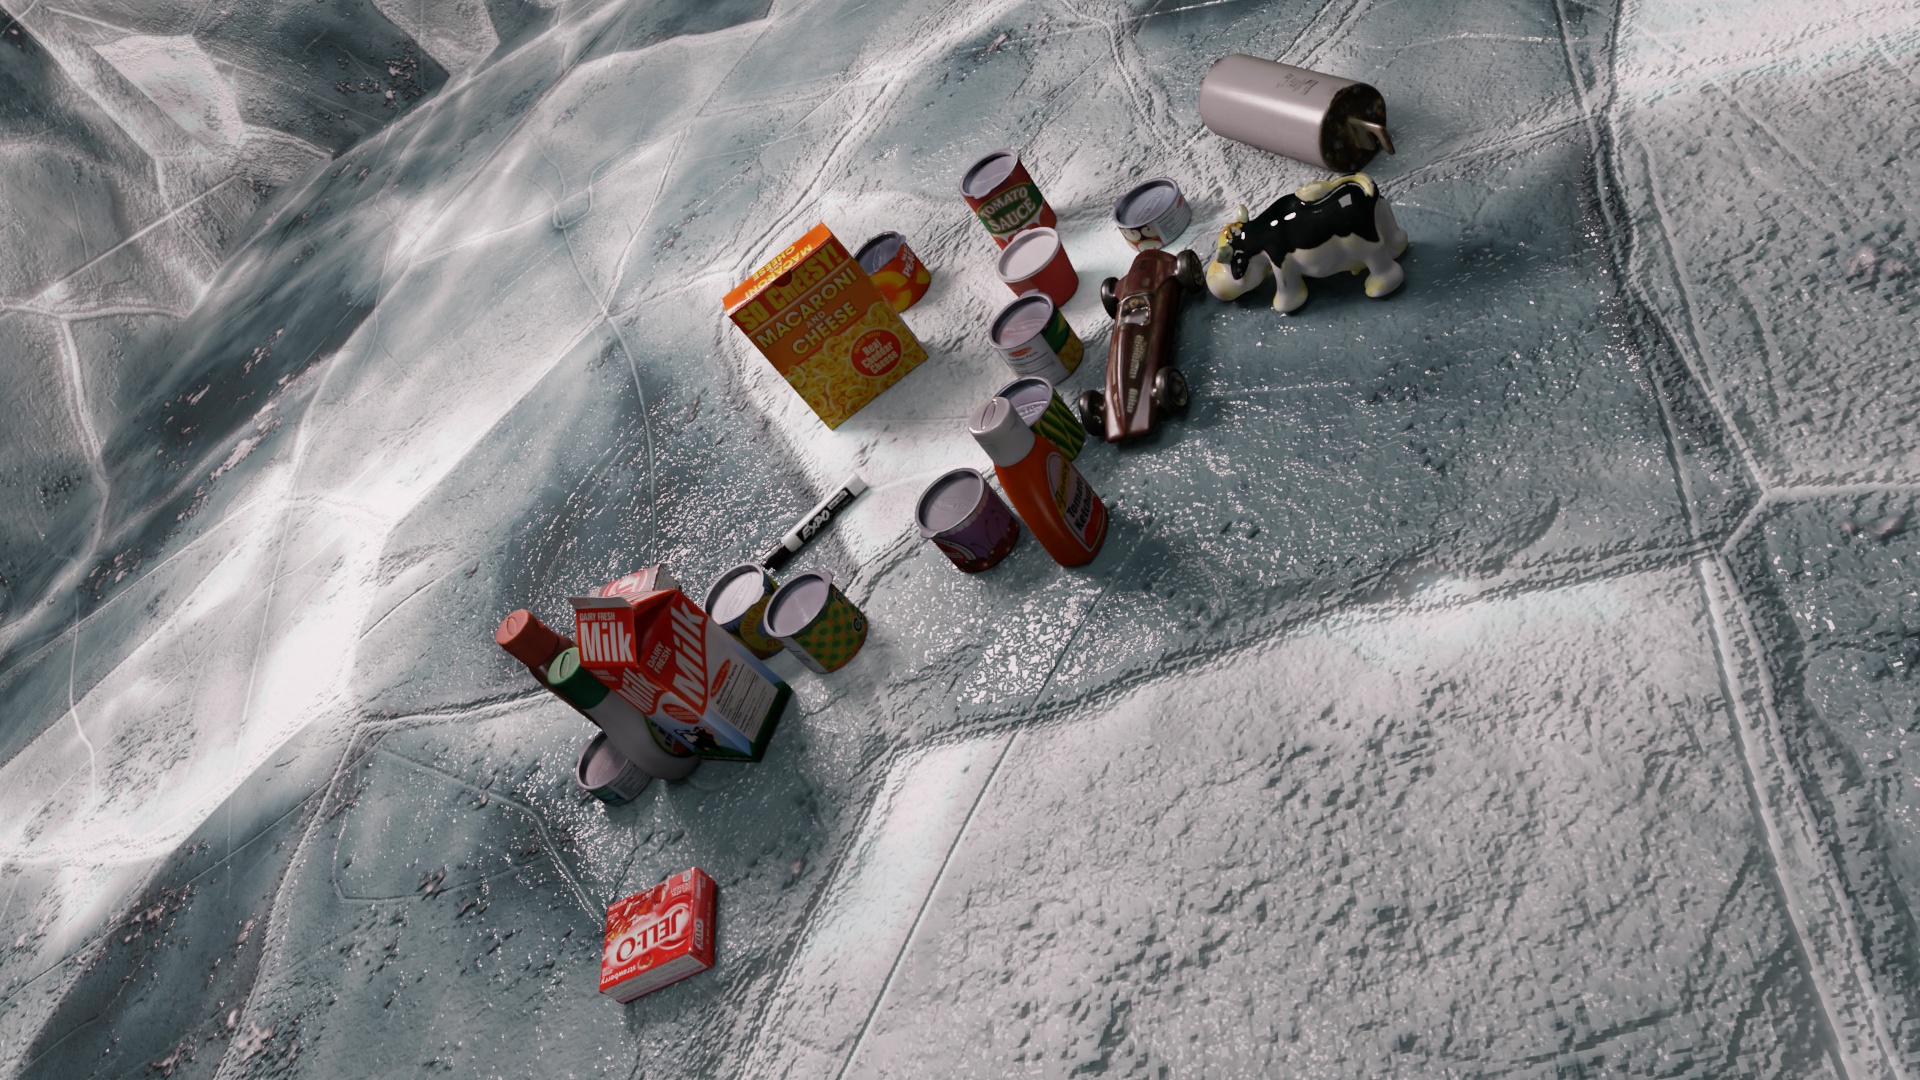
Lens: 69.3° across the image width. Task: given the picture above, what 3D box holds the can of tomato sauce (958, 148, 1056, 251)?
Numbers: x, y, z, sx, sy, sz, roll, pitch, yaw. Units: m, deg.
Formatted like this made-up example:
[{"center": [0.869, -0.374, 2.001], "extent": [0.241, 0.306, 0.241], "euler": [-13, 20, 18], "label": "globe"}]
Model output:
[{"center": [0.048, -0.333, 1.375], "extent": [0.071, 0.083, 0.071], "euler": [-23, 42, 22], "label": "can of tomato sauce"}]

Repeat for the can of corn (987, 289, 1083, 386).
[{"center": [0.068, -0.177, 1.229], "extent": [0.071, 0.058, 0.071], "euler": [-23, 42, 22], "label": "can of corn"}]

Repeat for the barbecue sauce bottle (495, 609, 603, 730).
[{"center": [-0.341, 0.116, 1.216], "extent": [0.043, 0.148, 0.065], "euler": [-40, 38, 2], "label": "barbecue sauce bottle"}]

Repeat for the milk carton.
[{"center": [-0.228, 0.098, 1.105], "extent": [0.072, 0.190, 0.074], "euler": [-4, 52, 38], "label": "milk carton"}]

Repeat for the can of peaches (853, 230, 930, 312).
[{"center": [-0.071, -0.279, 1.442], "extent": [0.071, 0.058, 0.071], "euler": [-23, 42, 22], "label": "can of peaches"}]

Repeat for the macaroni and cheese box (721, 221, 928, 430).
[{"center": [-0.127, -0.202, 1.328], "extent": [0.123, 0.166, 0.040], "euler": [-37, 38, 6], "label": "macaroni and cheese box"}]

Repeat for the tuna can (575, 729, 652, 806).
[{"center": [-0.298, 0.193, 1.200], "extent": [0.071, 0.032, 0.071], "euler": [-23, 42, 22], "label": "tuna can"}]

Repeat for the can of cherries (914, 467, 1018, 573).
[{"center": [0.004, -0.014, 1.126], "extent": [0.071, 0.058, 0.072], "euler": [-23, 42, 22], "label": "can of cherries"}]

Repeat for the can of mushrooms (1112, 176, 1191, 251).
[{"center": [0.175, -0.300, 1.277], "extent": [0.071, 0.033, 0.071], "euler": [-23, 42, 22], "label": "can of mushrooms"}]

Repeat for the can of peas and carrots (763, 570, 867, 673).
[{"center": [-0.118, 0.066, 1.151], "extent": [0.071, 0.058, 0.071], "euler": [-23, 42, 22], "label": "can of peas and carrots"}]

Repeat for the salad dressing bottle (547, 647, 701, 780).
[{"center": [-0.273, 0.142, 1.136], "extent": [0.044, 0.147, 0.064], "euler": [-28, 40, 17], "label": "salad dressing bottle"}]

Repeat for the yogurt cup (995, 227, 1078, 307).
[{"center": [0.074, -0.249, 1.297], "extent": [0.072, 0.053, 0.073], "euler": [-23, 42, 22], "label": "yogurt cup"}]

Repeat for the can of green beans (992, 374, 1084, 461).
[{"center": [0.061, -0.094, 1.155], "extent": [0.071, 0.057, 0.071], "euler": [-23, 42, 22], "label": "can of green beans"}]

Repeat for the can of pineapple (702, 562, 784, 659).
[{"center": [-0.180, 0.062, 1.206], "extent": [0.071, 0.057, 0.071], "euler": [-23, 42, 22], "label": "can of pineapple"}]

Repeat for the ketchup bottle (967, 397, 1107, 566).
[{"center": [0.057, -0.046, 1.040], "extent": [0.043, 0.148, 0.065], "euler": [-9, 48, 34], "label": "ketchup bottle"}]
